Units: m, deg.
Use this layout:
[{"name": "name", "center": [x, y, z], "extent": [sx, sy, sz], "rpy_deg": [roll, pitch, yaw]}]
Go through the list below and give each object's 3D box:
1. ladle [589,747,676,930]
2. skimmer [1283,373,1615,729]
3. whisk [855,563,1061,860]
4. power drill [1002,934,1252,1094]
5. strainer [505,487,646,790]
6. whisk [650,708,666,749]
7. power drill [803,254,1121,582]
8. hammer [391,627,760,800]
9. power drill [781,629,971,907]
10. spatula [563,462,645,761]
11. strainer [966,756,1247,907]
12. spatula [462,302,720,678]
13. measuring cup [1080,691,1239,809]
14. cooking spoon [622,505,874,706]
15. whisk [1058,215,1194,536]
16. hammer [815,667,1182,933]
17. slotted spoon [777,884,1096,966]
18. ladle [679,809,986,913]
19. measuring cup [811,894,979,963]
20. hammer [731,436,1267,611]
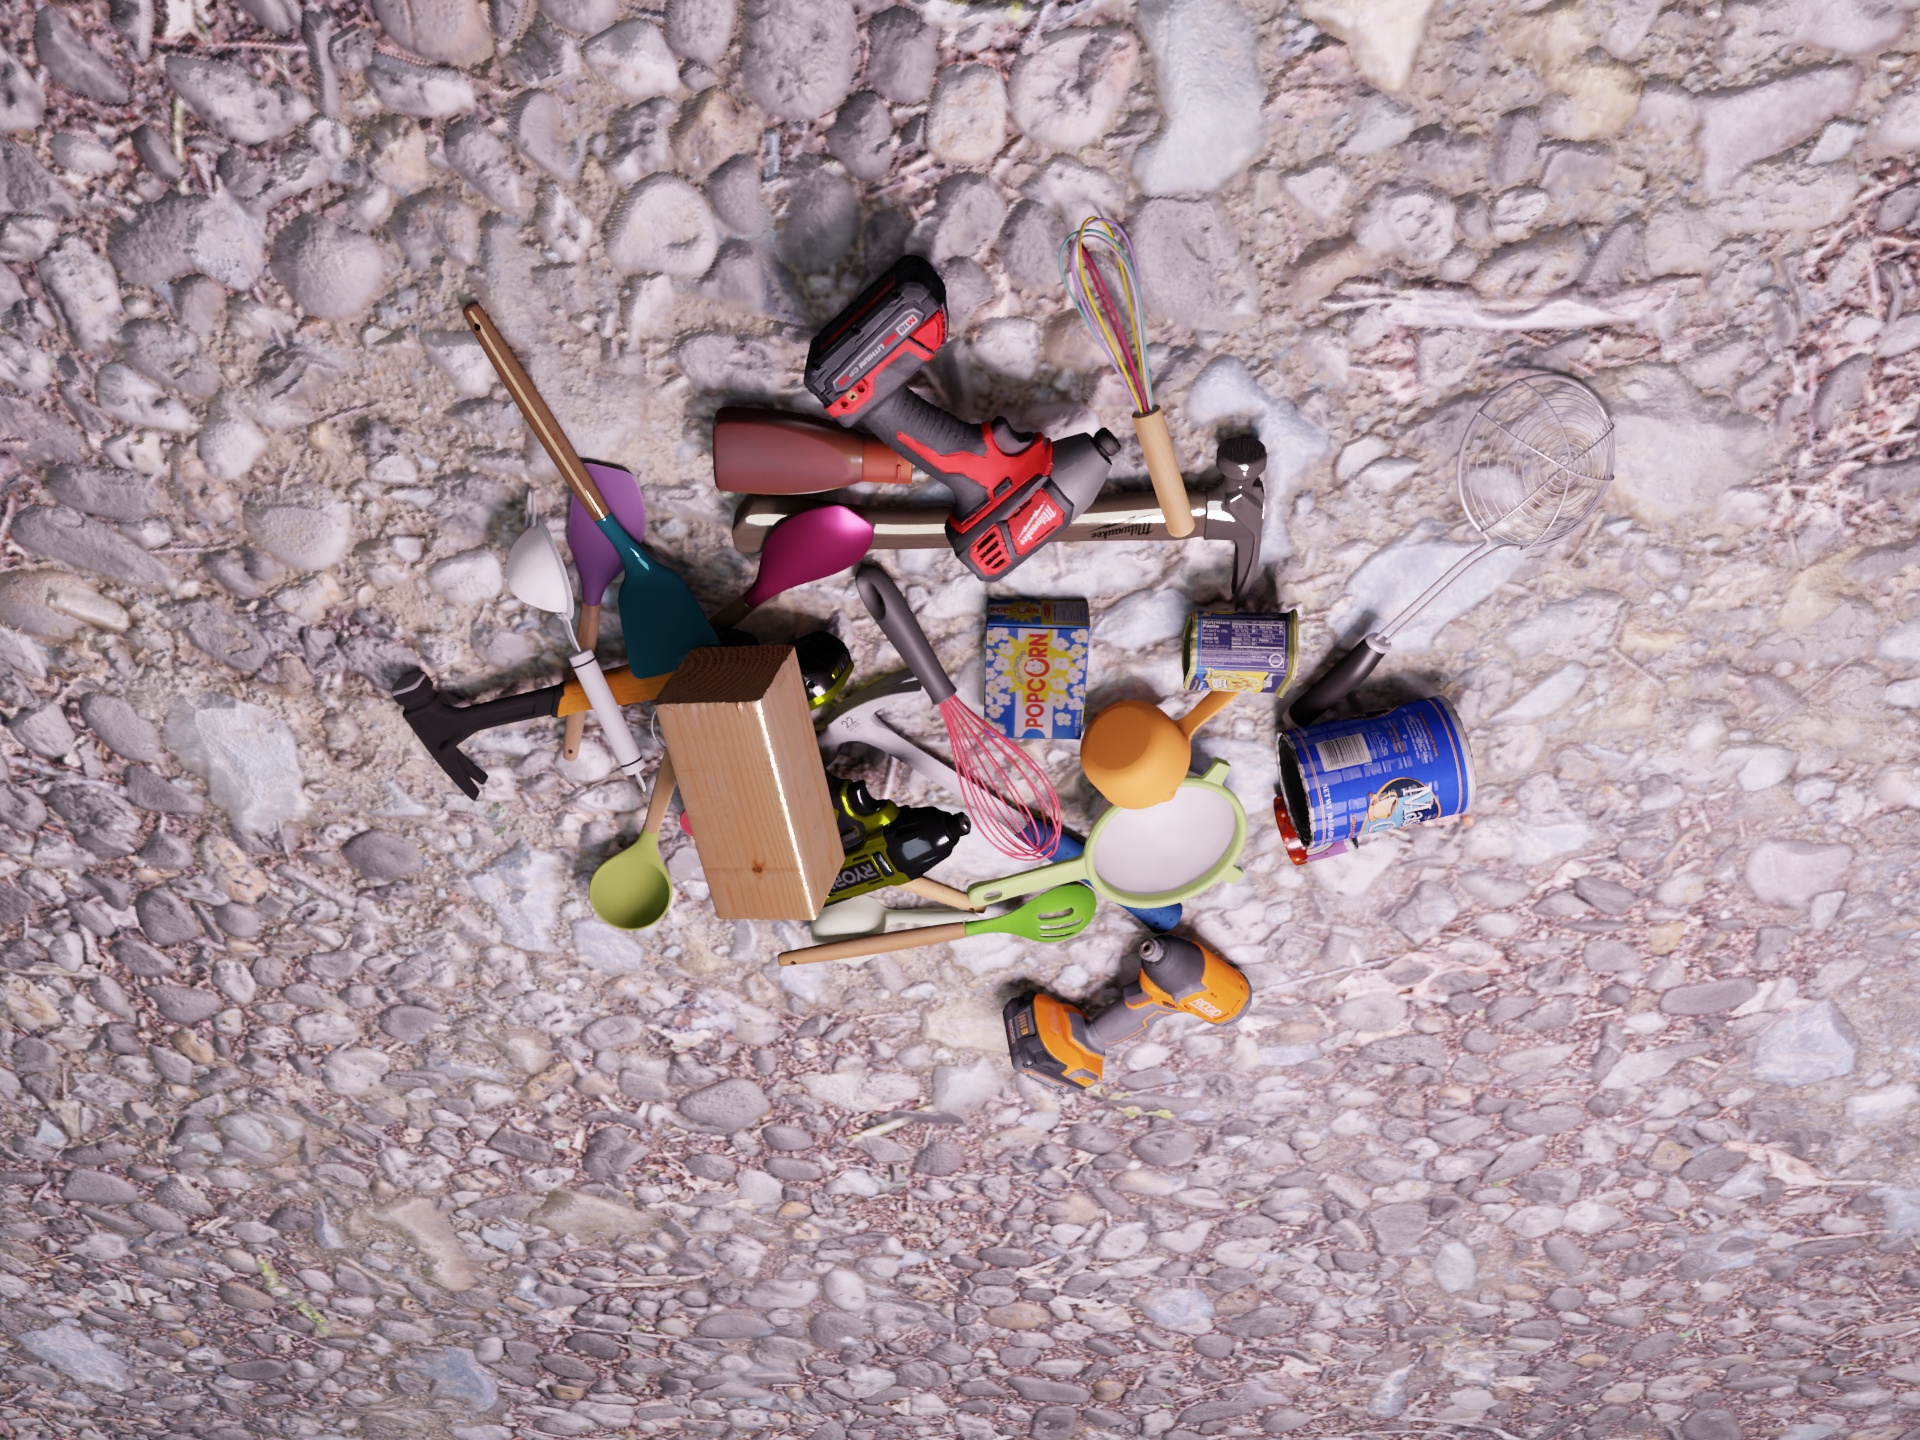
[{"name": "ladle", "center": [-0.275, 0.091, 1.419], "extent": [0.078, 0.062, 0.320], "rpy_deg": [18, 141, -9]}, {"name": "skimmer", "center": [0.367, -0.118, 1.261], "extent": [0.127, 0.090, 0.363], "rpy_deg": [19, 140, -18]}, {"name": "whisk", "center": [-0.002, -0.004, 1.319], "extent": [0.073, 0.073, 0.295], "rpy_deg": [-26, 106, 23]}, {"name": "power drill", "center": [0.157, 0.284, 1.583], "extent": [0.226, 0.084, 0.164], "rpy_deg": [-29, 139, 23]}, {"name": "strainer", "center": [-0.307, -0.056, 1.269], "extent": [0.050, 0.087, 0.258], "rpy_deg": [-30, 107, -23]}, {"name": "whisk", "center": [-0.176, 0.049, 1.422], "extent": [0.246, 0.058, 0.059], "rpy_deg": [37, 93, -32]}, {"name": "power drill", "center": [0.005, -0.213, 1.129], "extent": [0.143, 0.079, 0.219], "rpy_deg": [-37, 115, 18]}, {"name": "hammer", "center": [-0.314, -0.016, 1.345], "extent": [0.337, 0.034, 0.127], "rpy_deg": [-12, 125, 21]}, {"name": "power drill", "center": [-0.106, 0.044, 1.345], "extent": [0.171, 0.080, 0.223], "rpy_deg": [-21, 111, 26]}, {"name": "spatula", "center": [-0.308, -0.080, 1.327], "extent": [0.059, 0.018, 0.315], "rpy_deg": [13, 130, -9]}, {"name": "strainer", "center": [0.125, 0.107, 1.426], "extent": [0.256, 0.069, 0.151], "rpy_deg": [-16, 129, -1]}, {"name": "spatula", "center": [-0.288, -0.172, 1.212], "extent": [0.082, 0.044, 0.317], "rpy_deg": [-17, 124, 17]}, {"name": "measuring cup", "center": [0.176, -0.002, 1.337], "extent": [0.173, 0.095, 0.052], "rpy_deg": [-41, 139, 9]}, {"name": "cooking spoon", "center": [-0.186, -0.085, 1.292], "extent": [0.068, 0.017, 0.319], "rpy_deg": [30, 135, -32]}, {"name": "whisk", "center": [0.123, -0.237, 1.126], "extent": [0.051, 0.047, 0.244], "rpy_deg": [-15, 120, 12]}, {"name": "hammer", "center": [0.051, 0.088, 1.454], "extent": [0.405, 0.035, 0.144], "rpy_deg": [33, 125, -25]}, {"name": "slotted spoon", "center": [-0.021, 0.208, 1.537], "extent": [0.313, 0.031, 0.070], "rpy_deg": [-9, 128, -1]}, {"name": "ladle", "center": [-0.114, 0.130, 1.505], "extent": [0.315, 0.031, 0.069], "rpy_deg": [22, 134, -19]}, {"name": "measuring cup", "center": [-0.066, 0.206, 1.562], "extent": [0.167, 0.038, 0.083], "rpy_deg": [-2, 132, 7]}, {"name": "hammer", "center": [0.028, -0.146, 1.244], "extent": [0.410, 0.038, 0.146], "rpy_deg": [-1, 133, 4]}]
